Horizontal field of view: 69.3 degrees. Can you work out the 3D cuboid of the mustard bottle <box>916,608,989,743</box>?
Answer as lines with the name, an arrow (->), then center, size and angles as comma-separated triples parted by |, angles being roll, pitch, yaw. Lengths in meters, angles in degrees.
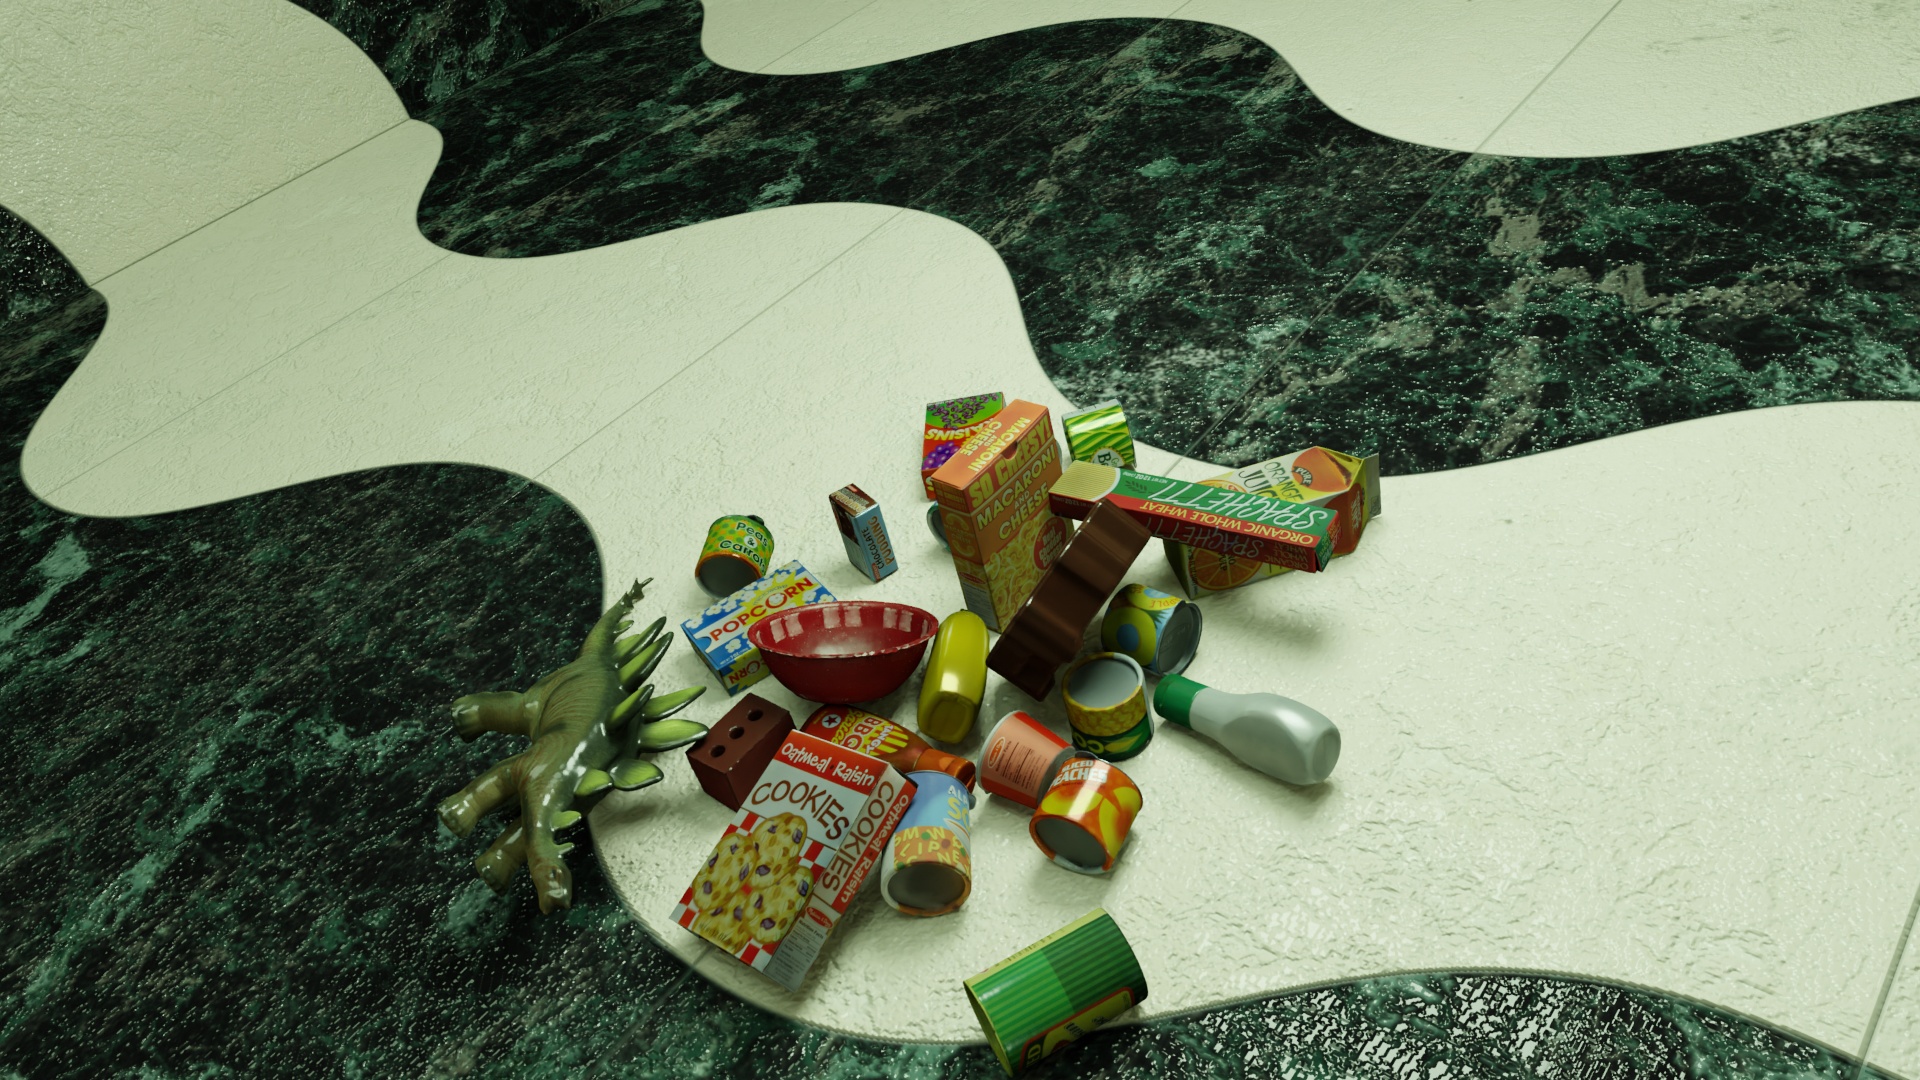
mustard bottle -> -0.001, 0.101, 1.162 | 0.049, 0.065, 0.161 | 21, 31, -5

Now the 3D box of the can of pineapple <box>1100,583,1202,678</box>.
can of pineapple -> 0.157, 0.072, 1.138 | 0.058, 0.070, 0.071 | 20, 50, 37

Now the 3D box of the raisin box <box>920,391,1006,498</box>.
raisin box -> 0.006, -0.098, 1.425 | 0.086, 0.040, 0.124 | -8, 37, 8

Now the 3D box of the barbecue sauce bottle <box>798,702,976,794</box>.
barbecue sauce bottle -> -0.058, 0.173, 1.107 | 0.148, 0.043, 0.065 | 13, 39, 31

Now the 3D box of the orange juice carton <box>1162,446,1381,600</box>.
orange juice carton -> 0.275, -0.022, 1.211 | 0.193, 0.071, 0.073 | -17, 38, -1

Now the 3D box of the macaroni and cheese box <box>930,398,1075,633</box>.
macaroni and cheese box -> 0.043, -0.021, 1.213 | 0.040, 0.165, 0.124 | 19, 50, 36

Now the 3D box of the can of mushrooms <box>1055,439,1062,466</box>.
can of mushrooms -> 0.068, -0.071, 1.346 | 0.033, 0.070, 0.071 | 15, 47, 32

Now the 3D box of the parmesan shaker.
parmesan shaker -> 0.062, 0.291, 0.898 | 0.103, 0.071, 0.071 | -25, 39, -12

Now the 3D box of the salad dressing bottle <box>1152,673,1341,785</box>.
salad dressing bottle -> 0.212, 0.138, 1.048 | 0.044, 0.064, 0.148 | -33, 33, -33

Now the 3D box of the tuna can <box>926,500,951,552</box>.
tuna can -> 0.005, -0.016, 1.301 | 0.071, 0.070, 0.033 | 17, 50, 35

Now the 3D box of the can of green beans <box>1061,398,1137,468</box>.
can of green beans -> 0.135, -0.100, 1.360 | 0.058, 0.071, 0.071 | -16, 38, 1

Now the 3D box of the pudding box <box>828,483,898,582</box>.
pudding box -> -0.091, -0.007, 1.308 | 0.030, 0.083, 0.050 | -31, 40, -20

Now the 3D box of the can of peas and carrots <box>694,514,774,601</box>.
can of peas and carrots -> -0.215, 0.017, 1.333 | 0.071, 0.070, 0.059 | -6, 40, 12

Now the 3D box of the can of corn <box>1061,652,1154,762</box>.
can of corn -> 0.113, 0.131, 1.088 | 0.071, 0.058, 0.071 | -10, 38, 8

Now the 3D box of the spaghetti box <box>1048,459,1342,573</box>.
spaghetti box -> 0.191, -0.023, 1.159 | 0.250, 0.028, 0.050 | 14, 47, 34

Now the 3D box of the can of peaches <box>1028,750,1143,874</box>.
can of peaches -> 0.090, 0.197, 1.005 | 0.071, 0.071, 0.058 | 10, 46, 29

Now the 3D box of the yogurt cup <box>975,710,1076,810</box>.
yogurt cup -> 0.052, 0.170, 1.058 | 0.054, 0.072, 0.073 | 24, 52, 29

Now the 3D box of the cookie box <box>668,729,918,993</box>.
cookie box -> -0.121, 0.227, 1.011 | 0.123, 0.040, 0.168 | 8, 58, 47

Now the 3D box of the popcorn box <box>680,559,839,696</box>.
popcorn box -> -0.179, 0.078, 1.271 | 0.127, 0.038, 0.085 | -30, 41, -19

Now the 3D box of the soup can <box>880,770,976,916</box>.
soup can -> -0.022, 0.221, 1.017 | 0.071, 0.071, 0.084 | -11, 39, 6
